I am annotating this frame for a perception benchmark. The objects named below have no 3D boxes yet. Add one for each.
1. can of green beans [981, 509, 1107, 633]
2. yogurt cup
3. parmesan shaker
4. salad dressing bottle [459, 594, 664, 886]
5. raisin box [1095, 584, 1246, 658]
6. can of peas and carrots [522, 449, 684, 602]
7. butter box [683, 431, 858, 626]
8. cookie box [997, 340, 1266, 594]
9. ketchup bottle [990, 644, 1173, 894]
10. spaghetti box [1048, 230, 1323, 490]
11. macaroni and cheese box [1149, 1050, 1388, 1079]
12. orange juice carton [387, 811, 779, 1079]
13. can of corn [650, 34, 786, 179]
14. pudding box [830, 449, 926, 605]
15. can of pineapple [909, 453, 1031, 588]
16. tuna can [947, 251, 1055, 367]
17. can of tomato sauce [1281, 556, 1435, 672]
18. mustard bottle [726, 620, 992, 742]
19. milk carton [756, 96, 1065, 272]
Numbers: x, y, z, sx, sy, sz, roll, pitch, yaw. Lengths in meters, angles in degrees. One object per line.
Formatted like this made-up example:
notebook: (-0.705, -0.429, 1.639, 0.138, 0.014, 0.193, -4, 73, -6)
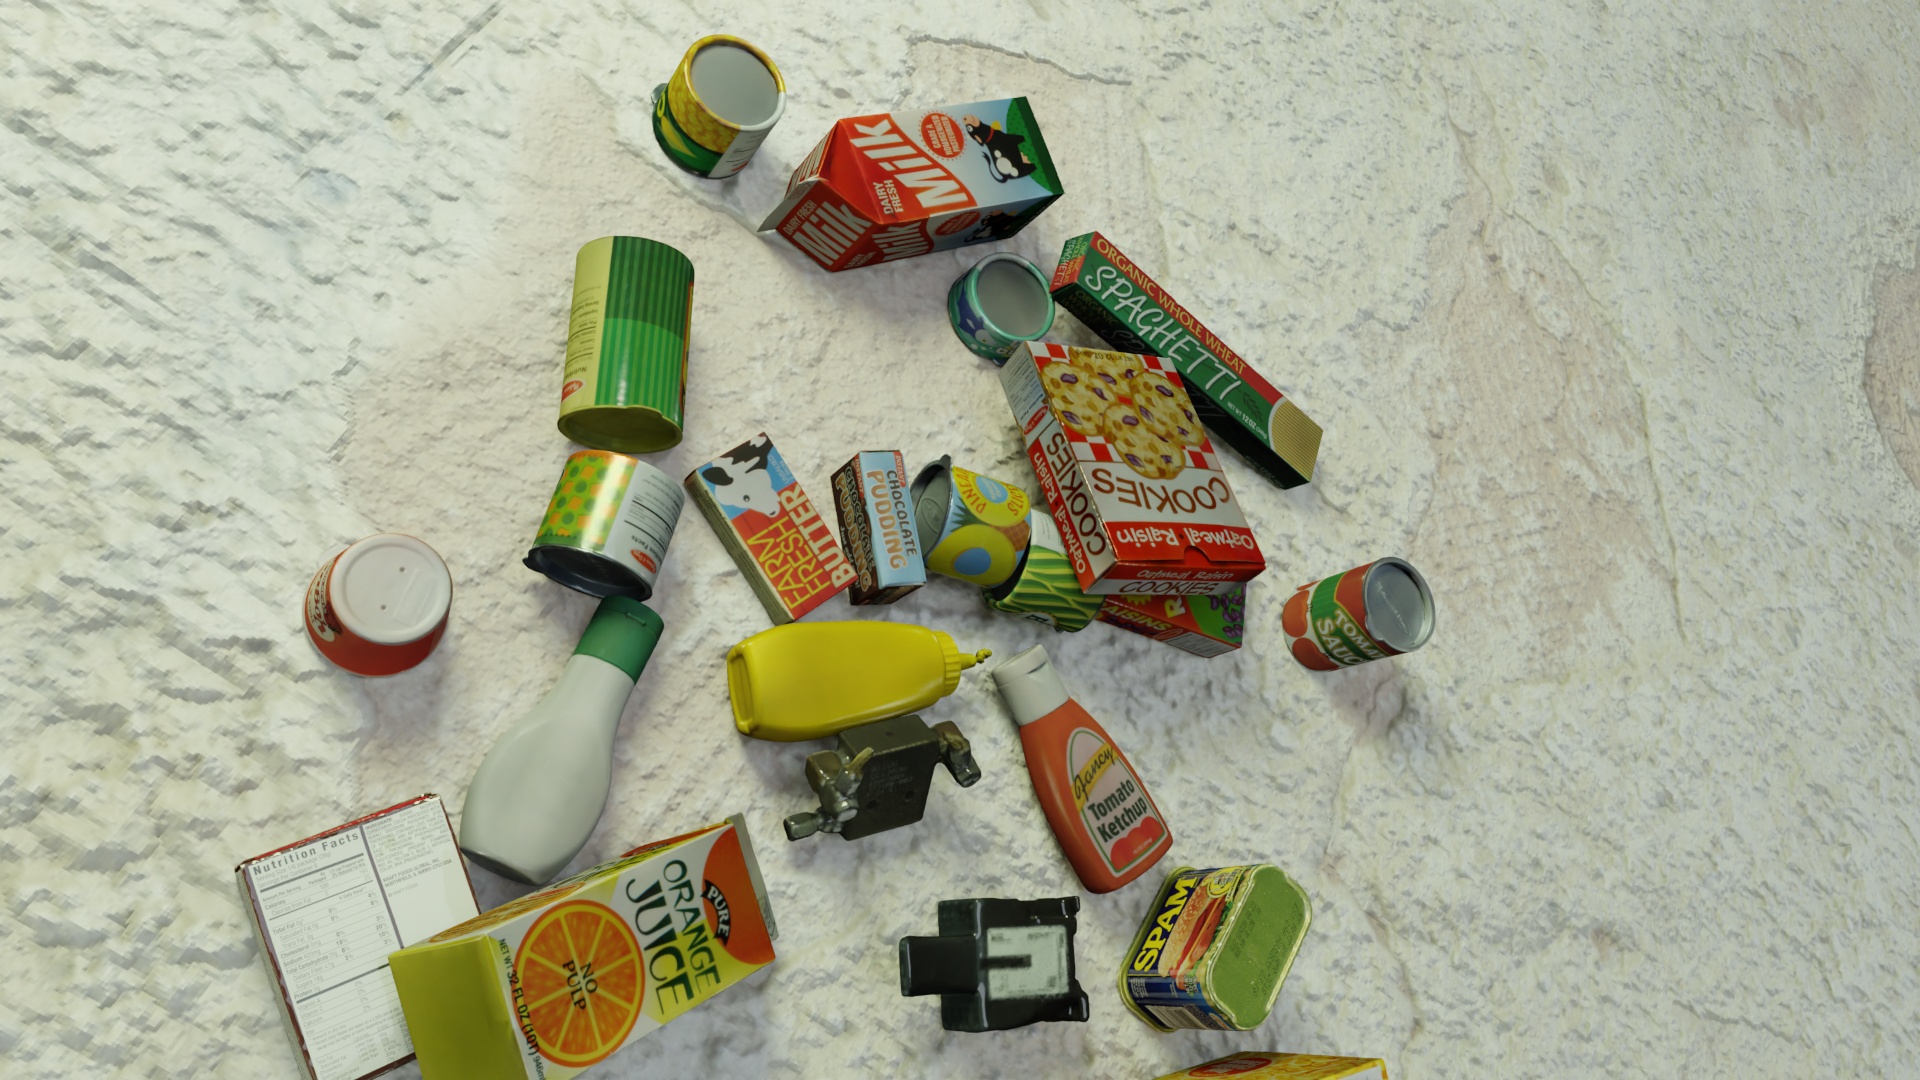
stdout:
can of green beans: (0.053, 0.018, 0.861, 0.058, 0.071, 0.071, 18, 66, -24)
yogurt cup: (-0.279, 0.029, 0.672, 0.072, 0.053, 0.072, 9, 71, -28)
parmesan shaker: (-0.180, -0.108, 0.762, 0.071, 0.071, 0.103, 11, 69, -27)
salad dressing bottle: (-0.197, 0.098, 0.704, 0.064, 0.044, 0.148, 31, 60, -16)
raisin box: (0.131, 0.019, 0.923, 0.123, 0.040, 0.086, 20, 66, -25)
can of peas and carrots: (-0.187, -0.007, 0.731, 0.071, 0.070, 0.059, 25, 63, -22)
butter box: (-0.108, -0.006, 0.800, 0.053, 0.024, 0.103, -35, 93, -33)
cookie box: (0.107, -0.045, 0.871, 0.123, 0.040, 0.168, 2, 56, -34)
ketchup bottle: (0.069, 0.136, 0.846, 0.065, 0.043, 0.149, -29, 90, -33)
spaghetti box: (0.163, -0.122, 0.972, 0.250, 0.028, 0.050, 35, 59, -26)
macaroni and cheese box: (0.139, 0.327, 0.778, 0.167, 0.123, 0.040, -3, 75, -31)
orange juice carton: (-0.158, 0.189, 0.657, 0.193, 0.073, 0.072, -13, 85, -56)
can of corn: (-0.148, -0.264, 0.839, 0.071, 0.058, 0.071, 10, 70, -28)
pudding box: (-0.049, -0.007, 0.820, 0.030, 0.049, 0.084, -4, 77, -30)
can of pineapple: (0.003, -0.011, 0.839, 0.058, 0.070, 0.071, 17, 67, -26)
tuna can: (0.028, -0.153, 0.922, 0.071, 0.032, 0.071, 10, 69, -27)
can of tomato sauce: (0.275, 0.055, 0.969, 0.071, 0.083, 0.071, 9, 70, -28)
mustard bottle: (-0.051, 0.076, 0.792, 0.160, 0.048, 0.065, -3, 77, -31)
milk carton: (-0.035, -0.225, 0.884, 0.191, 0.072, 0.073, -19, 85, -33)
